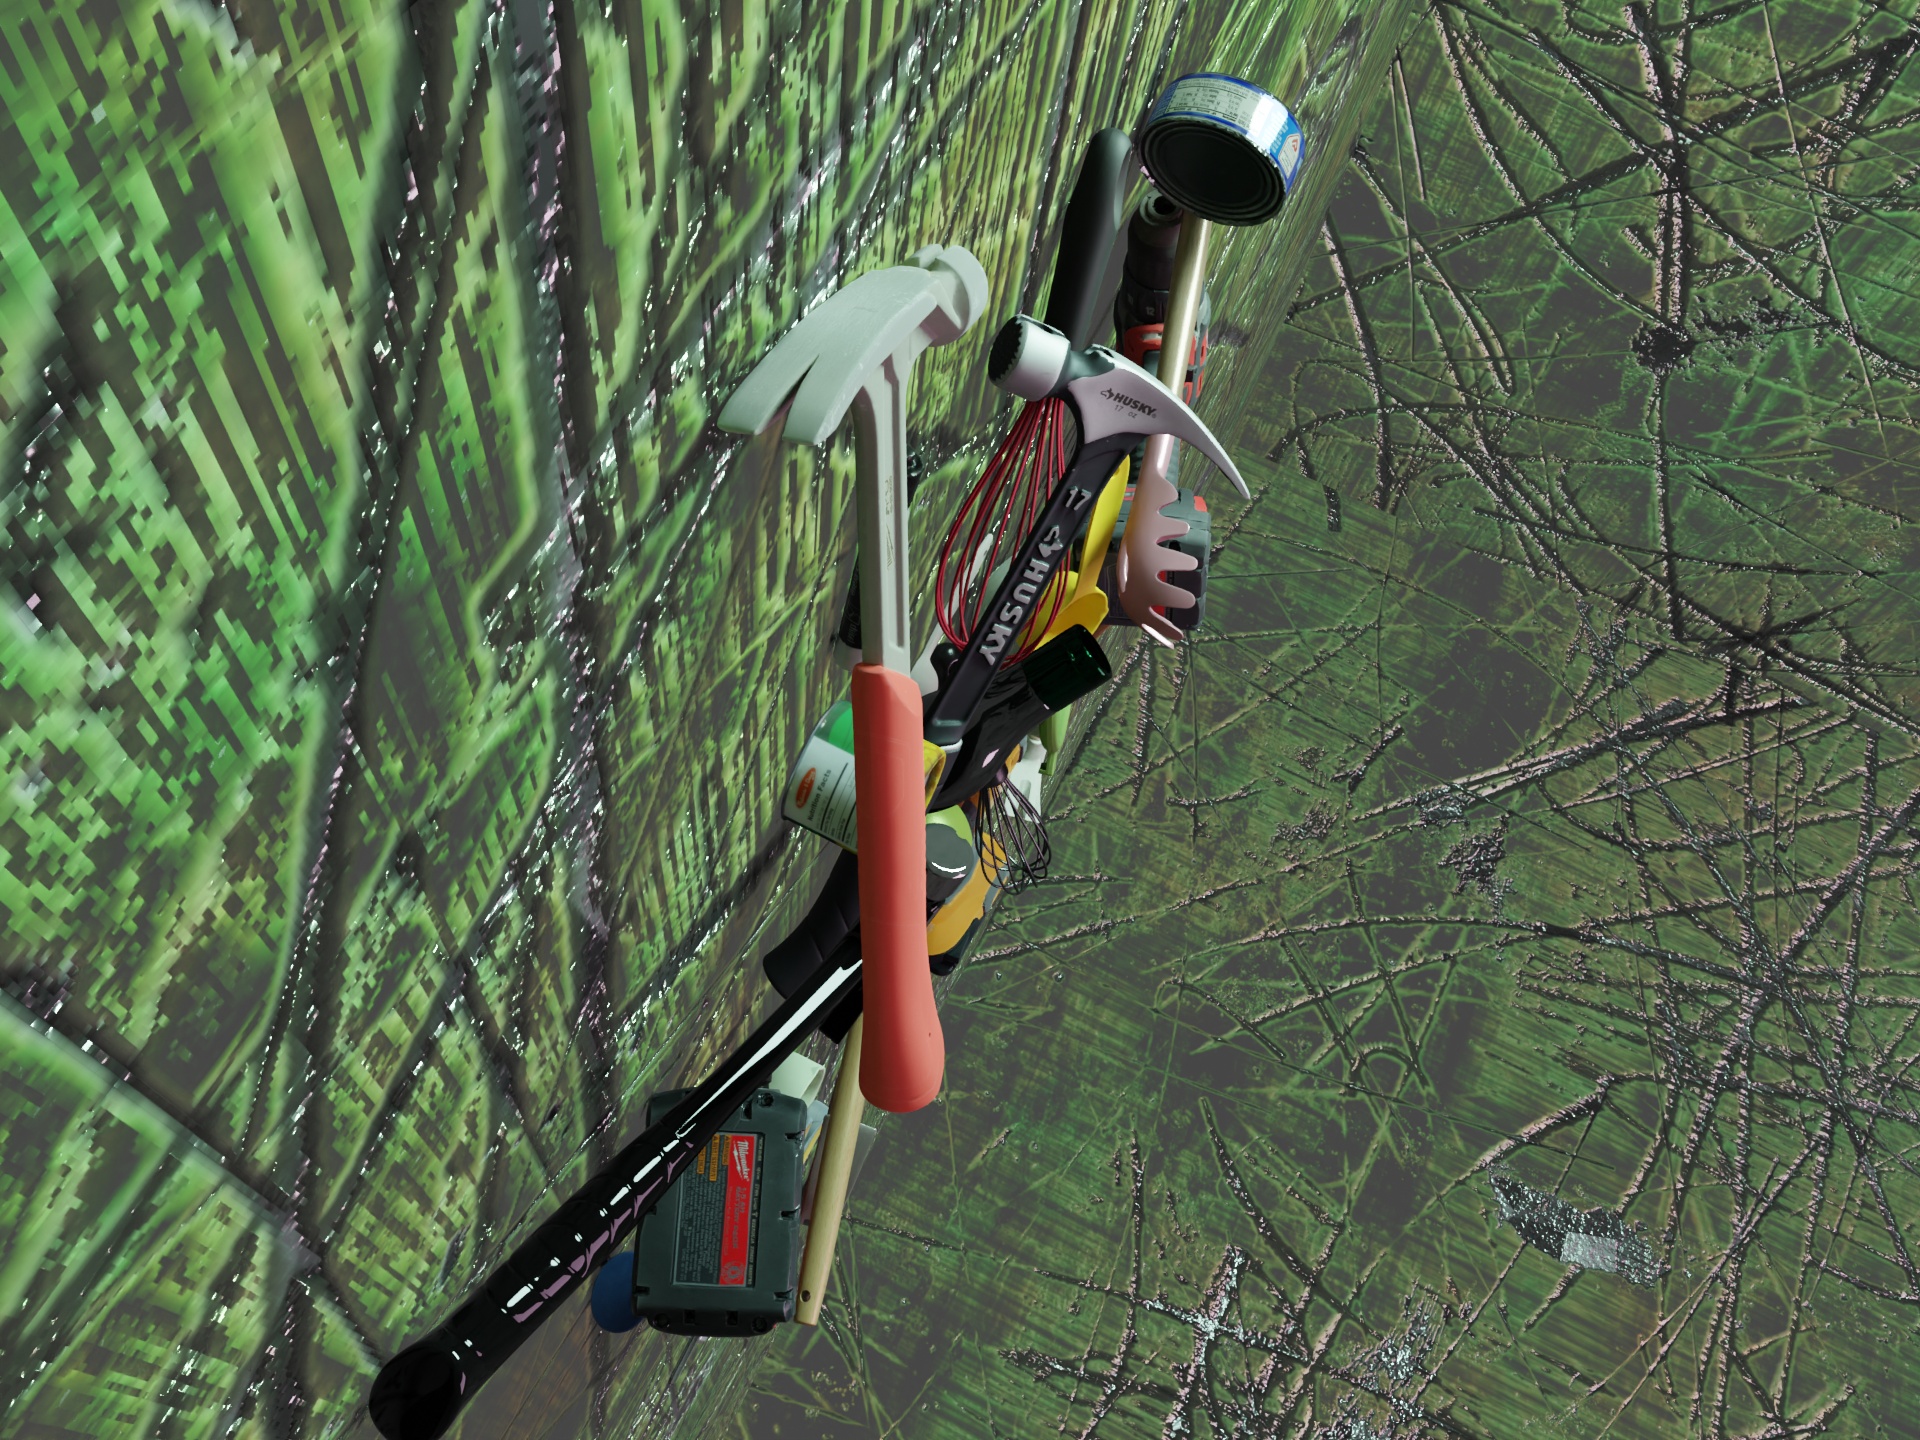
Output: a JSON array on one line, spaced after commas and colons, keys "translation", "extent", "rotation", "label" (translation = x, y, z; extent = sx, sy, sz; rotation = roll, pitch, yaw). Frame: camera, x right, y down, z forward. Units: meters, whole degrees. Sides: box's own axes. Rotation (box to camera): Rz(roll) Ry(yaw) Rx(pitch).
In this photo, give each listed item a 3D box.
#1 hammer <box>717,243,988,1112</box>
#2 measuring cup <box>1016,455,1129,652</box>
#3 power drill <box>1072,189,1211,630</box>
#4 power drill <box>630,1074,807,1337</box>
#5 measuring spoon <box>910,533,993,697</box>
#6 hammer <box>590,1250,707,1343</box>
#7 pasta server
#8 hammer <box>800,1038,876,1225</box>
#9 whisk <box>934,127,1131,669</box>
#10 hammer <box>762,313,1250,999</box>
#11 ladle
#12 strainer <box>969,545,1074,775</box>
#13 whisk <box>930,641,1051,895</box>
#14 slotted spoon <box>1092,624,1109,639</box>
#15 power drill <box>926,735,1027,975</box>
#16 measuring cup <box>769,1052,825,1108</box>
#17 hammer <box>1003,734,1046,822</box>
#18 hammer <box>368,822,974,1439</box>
[{"translation": [-0.030, 0.019, 0.588], "extent": [0.149, 0.037, 0.358], "rotation": [-58, 154, -51], "label": "hammer"}, {"translation": [0.064, -0.094, 0.888], "extent": [0.062, 0.029, 0.156], "rotation": [-28, 148, -33], "label": "measuring cup"}, {"translation": [0.118, -0.188, 0.973], "extent": [0.187, 0.080, 0.227], "rotation": [76, 20, -66], "label": "power drill"}, {"translation": [-0.121, 0.256, 0.864], "extent": [0.219, 0.078, 0.143], "rotation": [102, -10, -74], "label": "power drill"}, {"translation": [-0.003, -0.057, 0.954], "extent": [0.034, 0.018, 0.124], "rotation": [89, 26, -74], "label": "measuring spoon"}, {"translation": [-0.180, 0.359, 1.057], "extent": [0.144, 0.035, 0.405], "rotation": [-62, 173, -14], "label": "hammer"}, {"translation": [0.125, -0.195, 0.884], "extent": [0.060, 0.040, 0.316], "rotation": [112, -11, -77], "label": "pasta server"}, {"translation": [-0.050, 0.154, 1.011], "extent": [0.130, 0.031, 0.331], "rotation": [119, -14, -70], "label": "hammer"}, {"translation": [0.041, -0.151, 0.813], "extent": [0.073, 0.073, 0.295], "rotation": [-53, 160, -59], "label": "whisk"}, {"translation": [-0.001, -0.003, 0.835], "extent": [0.408, 0.149, 0.036], "rotation": [-60, -153, 24], "label": "hammer"}, {"translation": [-0.053, 0.184, 0.923], "extent": [0.062, 0.078, 0.320], "rotation": [59, 38, -60], "label": "ladle"}, {"translation": [0.049, -0.102, 1.069], "extent": [0.151, 0.069, 0.257], "rotation": [83, 14, -60], "label": "strainer"}, {"translation": [0.017, 0.036, 1.050], "extent": [0.055, 0.055, 0.238], "rotation": [-60, 146, -33], "label": "whisk"}, {"translation": [0.076, -0.048, 1.175], "extent": [0.313, 0.031, 0.070], "rotation": [134, -36, -63], "label": "slotted spoon"}, {"translation": [-0.021, 0.110, 1.188], "extent": [0.185, 0.084, 0.226], "rotation": [-58, 167, -31], "label": "power drill"}, {"translation": [-0.140, 0.270, 1.044], "extent": [0.083, 0.038, 0.167], "rotation": [-65, 169, 16], "label": "measuring cup"}, {"translation": [0.095, -0.089, 1.248], "extent": [0.410, 0.038, 0.146], "rotation": [106, -4, -49], "label": "hammer"}, {"translation": [-0.113, 0.171, 0.676], "extent": [0.335, 0.035, 0.146], "rotation": [-42, 169, -48], "label": "hammer"}]
